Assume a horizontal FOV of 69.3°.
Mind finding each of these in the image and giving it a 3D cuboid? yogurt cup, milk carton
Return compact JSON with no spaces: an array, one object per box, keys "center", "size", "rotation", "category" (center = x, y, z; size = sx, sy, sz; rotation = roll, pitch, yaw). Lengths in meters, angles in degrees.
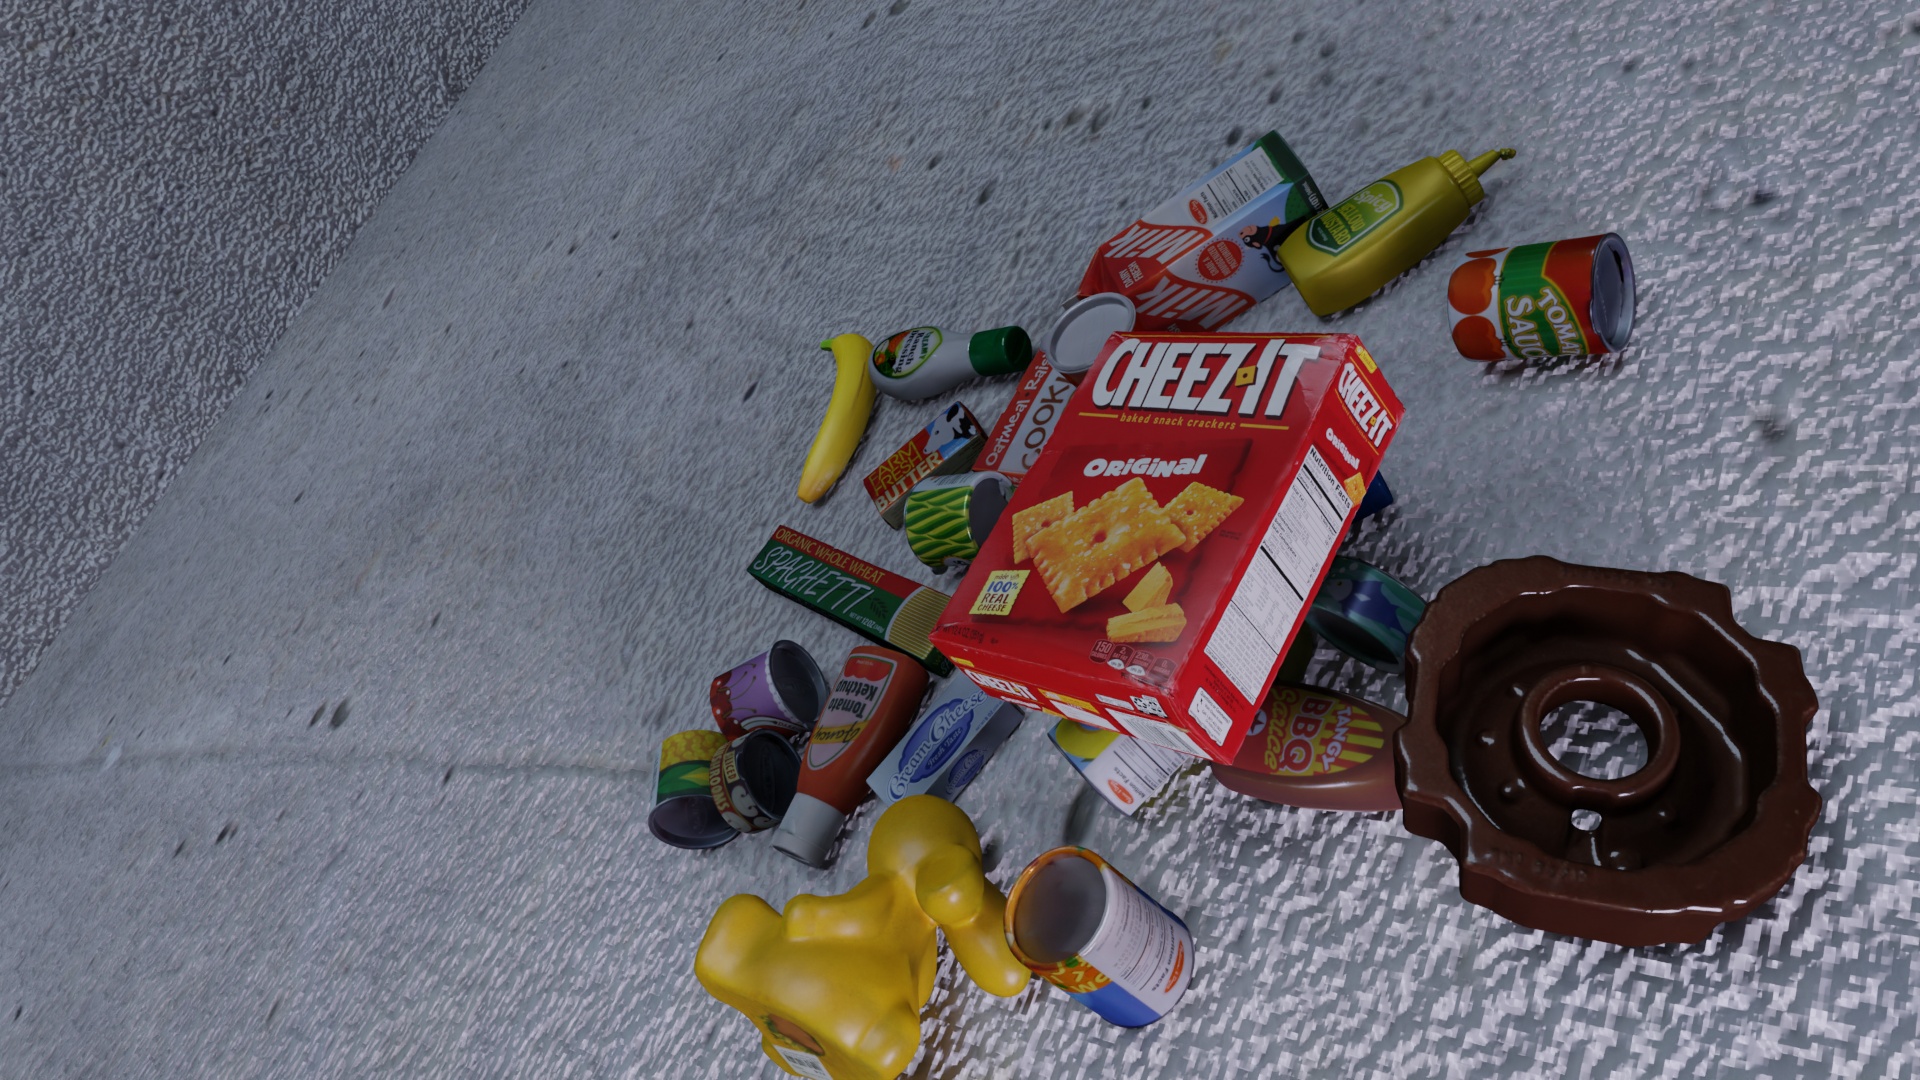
[{"center":[0.099,-0.125,0.938],"size":[0.072,0.054,0.073],"rotation":[-24,43,24],"category":"yogurt cup"},{"center":[0.168,-0.199,0.994],"size":[0.190,0.072,0.074],"rotation":[-32,40,15],"category":"milk carton"}]

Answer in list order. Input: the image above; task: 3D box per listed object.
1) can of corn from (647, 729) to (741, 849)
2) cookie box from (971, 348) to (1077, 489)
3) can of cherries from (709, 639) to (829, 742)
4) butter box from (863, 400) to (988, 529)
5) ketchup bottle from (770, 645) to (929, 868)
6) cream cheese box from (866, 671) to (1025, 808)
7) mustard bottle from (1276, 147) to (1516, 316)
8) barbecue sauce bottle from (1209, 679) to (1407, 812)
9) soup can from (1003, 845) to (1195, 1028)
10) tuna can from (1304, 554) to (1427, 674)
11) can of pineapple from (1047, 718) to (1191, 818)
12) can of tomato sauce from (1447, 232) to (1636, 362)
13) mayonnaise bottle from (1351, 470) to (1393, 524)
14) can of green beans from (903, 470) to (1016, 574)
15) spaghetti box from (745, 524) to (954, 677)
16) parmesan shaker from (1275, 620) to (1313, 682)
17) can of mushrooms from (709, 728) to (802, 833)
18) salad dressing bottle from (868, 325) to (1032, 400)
[{"center":[-0.183,0.176,0.983],"size":[0.071,0.071,0.058],"rotation":[-29,41,21],"category":"can of corn"},{"center":[0.101,-0.083,0.976],"size":[0.167,0.040,0.123],"rotation":[10,63,47],"category":"cookie box"},{"center":[-0.136,0.115,0.994],"size":[0.058,0.071,0.072],"rotation":[-28,41,22],"category":"can of cherries"},{"center":[-0.026,-0.059,1.083],"size":[0.103,0.024,0.053],"rotation":[-39,39,8],"category":"butter box"},{"center":[-0.077,0.144,0.931],"size":[0.064,0.043,0.149],"rotation":[4,59,44],"category":"ketchup bottle"},{"center":[-0.010,0.134,0.894],"size":[0.104,0.024,0.053],"rotation":[-49,37,-5],"category":"cream cheese box"},{"center":[0.289,-0.213,0.914],"size":[0.160,0.048,0.065],"rotation":[-33,41,15],"category":"mustard bottle"},{"center":[0.202,0.109,0.705],"size":[0.148,0.043,0.065],"rotation":[5,60,44],"category":"barbecue sauce bottle"},{"center":[0.069,0.203,0.711],"size":[0.071,0.083,0.072],"rotation":[-25,42,25],"category":"soup can"},{"center":[0.214,0.038,0.738],"size":[0.033,0.071,0.071],"rotation":[-54,38,-9],"category":"tuna can"},{"center":[0.091,0.112,0.787],"size":[0.058,0.071,0.071],"rotation":[-45,38,1],"category":"can of pineapple"},{"center":[0.330,-0.135,0.792],"size":[0.083,0.071,0.071],"rotation":[1,57,44],"category":"can of tomato sauce"},{"center":[0.182,-0.004,0.829],"size":[0.148,0.041,0.065],"rotation":[-30,38,20],"category":"mayonnaise bottle"},{"center":[0.003,-0.015,0.983],"size":[0.058,0.071,0.071],"rotation":[-4,54,40],"category":"can of green beans"},{"center":[-0.079,0.040,1.038],"size":[0.250,0.028,0.050],"rotation":[21,70,49],"category":"spaghetti box"},{"center":[0.144,0.042,0.772],"size":[0.071,0.103,0.072],"rotation":[-25,42,25],"category":"parmesan shaker"},{"center":[-0.139,0.164,0.948],"size":[0.033,0.071,0.071],"rotation":[-25,42,27],"category":"can of mushrooms"},{"center":[-0.009,-0.148,1.133],"size":[0.147,0.044,0.064],"rotation":[-2,56,41],"category":"salad dressing bottle"}]
